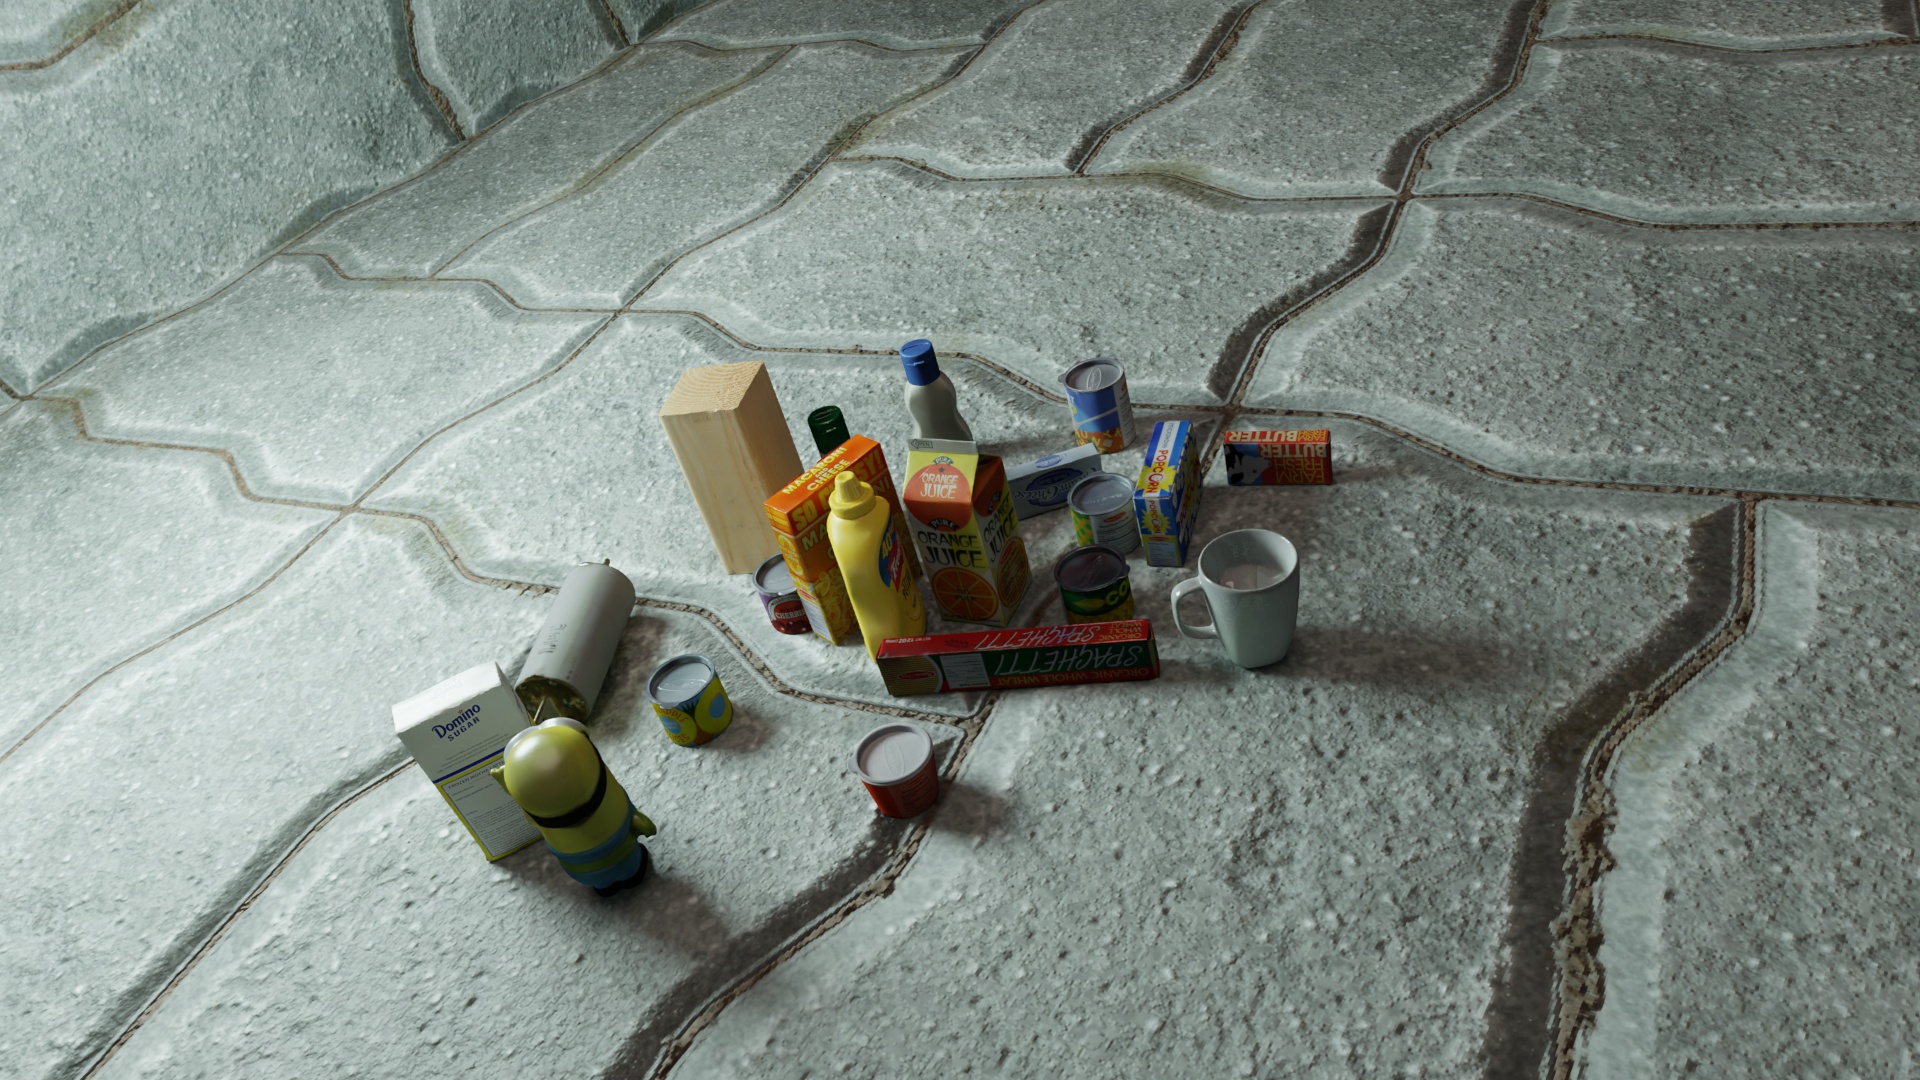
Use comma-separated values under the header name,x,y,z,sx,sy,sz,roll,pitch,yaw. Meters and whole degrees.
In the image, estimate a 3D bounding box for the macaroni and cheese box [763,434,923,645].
name,x,y,z,sx,sy,sz,roll,pitch,yaw
macaroni and cheese box,-0.110,0.000,1.335,0.040,0.165,0.124,22,51,41

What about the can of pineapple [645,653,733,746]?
name,x,y,z,sx,sy,sz,roll,pitch,yaw
can of pineapple,-0.251,0.149,1.286,0.071,0.057,0.071,-11,37,8

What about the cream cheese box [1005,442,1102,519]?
name,x,y,z,sx,sy,sz,roll,pitch,yaw
cream cheese box,0.096,-0.060,1.429,0.104,0.053,0.024,-17,36,-1

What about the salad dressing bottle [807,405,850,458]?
name,x,y,z,sx,sy,sz,roll,pitch,yaw
salad dressing bottle,-0.121,-0.071,1.448,0.064,0.147,0.044,-23,37,-8

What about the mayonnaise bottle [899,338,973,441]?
name,x,y,z,sx,sy,sz,roll,pitch,yaw
mayonnaise bottle,-0.030,-0.148,1.513,0.065,0.147,0.041,-15,36,3

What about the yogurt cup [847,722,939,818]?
name,x,y,z,sx,sy,sz,roll,pitch,yaw
yogurt cup,-0.050,0.193,1.154,0.072,0.053,0.073,-10,37,8

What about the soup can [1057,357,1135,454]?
name,x,y,z,sx,sy,sz,roll,pitch,yaw
soup can,0.148,-0.144,1.494,0.071,0.083,0.072,-11,37,8

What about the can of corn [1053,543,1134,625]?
name,x,y,z,sx,sy,sz,roll,pitch,yaw
can of corn,0.126,0.046,1.275,0.071,0.058,0.071,-11,37,8

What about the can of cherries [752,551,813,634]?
name,x,y,z,sx,sy,sz,roll,pitch,yaw
can of cherries,-0.166,0.053,1.378,0.071,0.058,0.072,-11,37,8

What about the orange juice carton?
name,x,y,z,sx,sy,sz,roll,pitch,yaw
orange juice carton,0.005,-0.016,1.290,0.072,0.191,0.073,5,41,27

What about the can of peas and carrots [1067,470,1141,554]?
name,x,y,z,sx,sy,sz,roll,pitch,yaw
can of peas and carrots,0.142,-0.026,1.362,0.071,0.058,0.071,-11,37,8

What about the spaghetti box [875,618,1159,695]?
name,x,y,z,sx,sy,sz,roll,pitch,yaw
spaghetti box,0.051,0.105,1.234,0.250,0.050,0.029,-5,38,14

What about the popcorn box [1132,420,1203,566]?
name,x,y,z,sx,sy,sz,roll,pitch,yaw
popcorn box,0.203,-0.047,1.345,0.038,0.084,0.127,0,39,21

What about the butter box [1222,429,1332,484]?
name,x,y,z,sx,sy,sz,roll,pitch,yaw
butter box,0.315,-0.082,1.375,0.103,0.053,0.024,0,39,21
